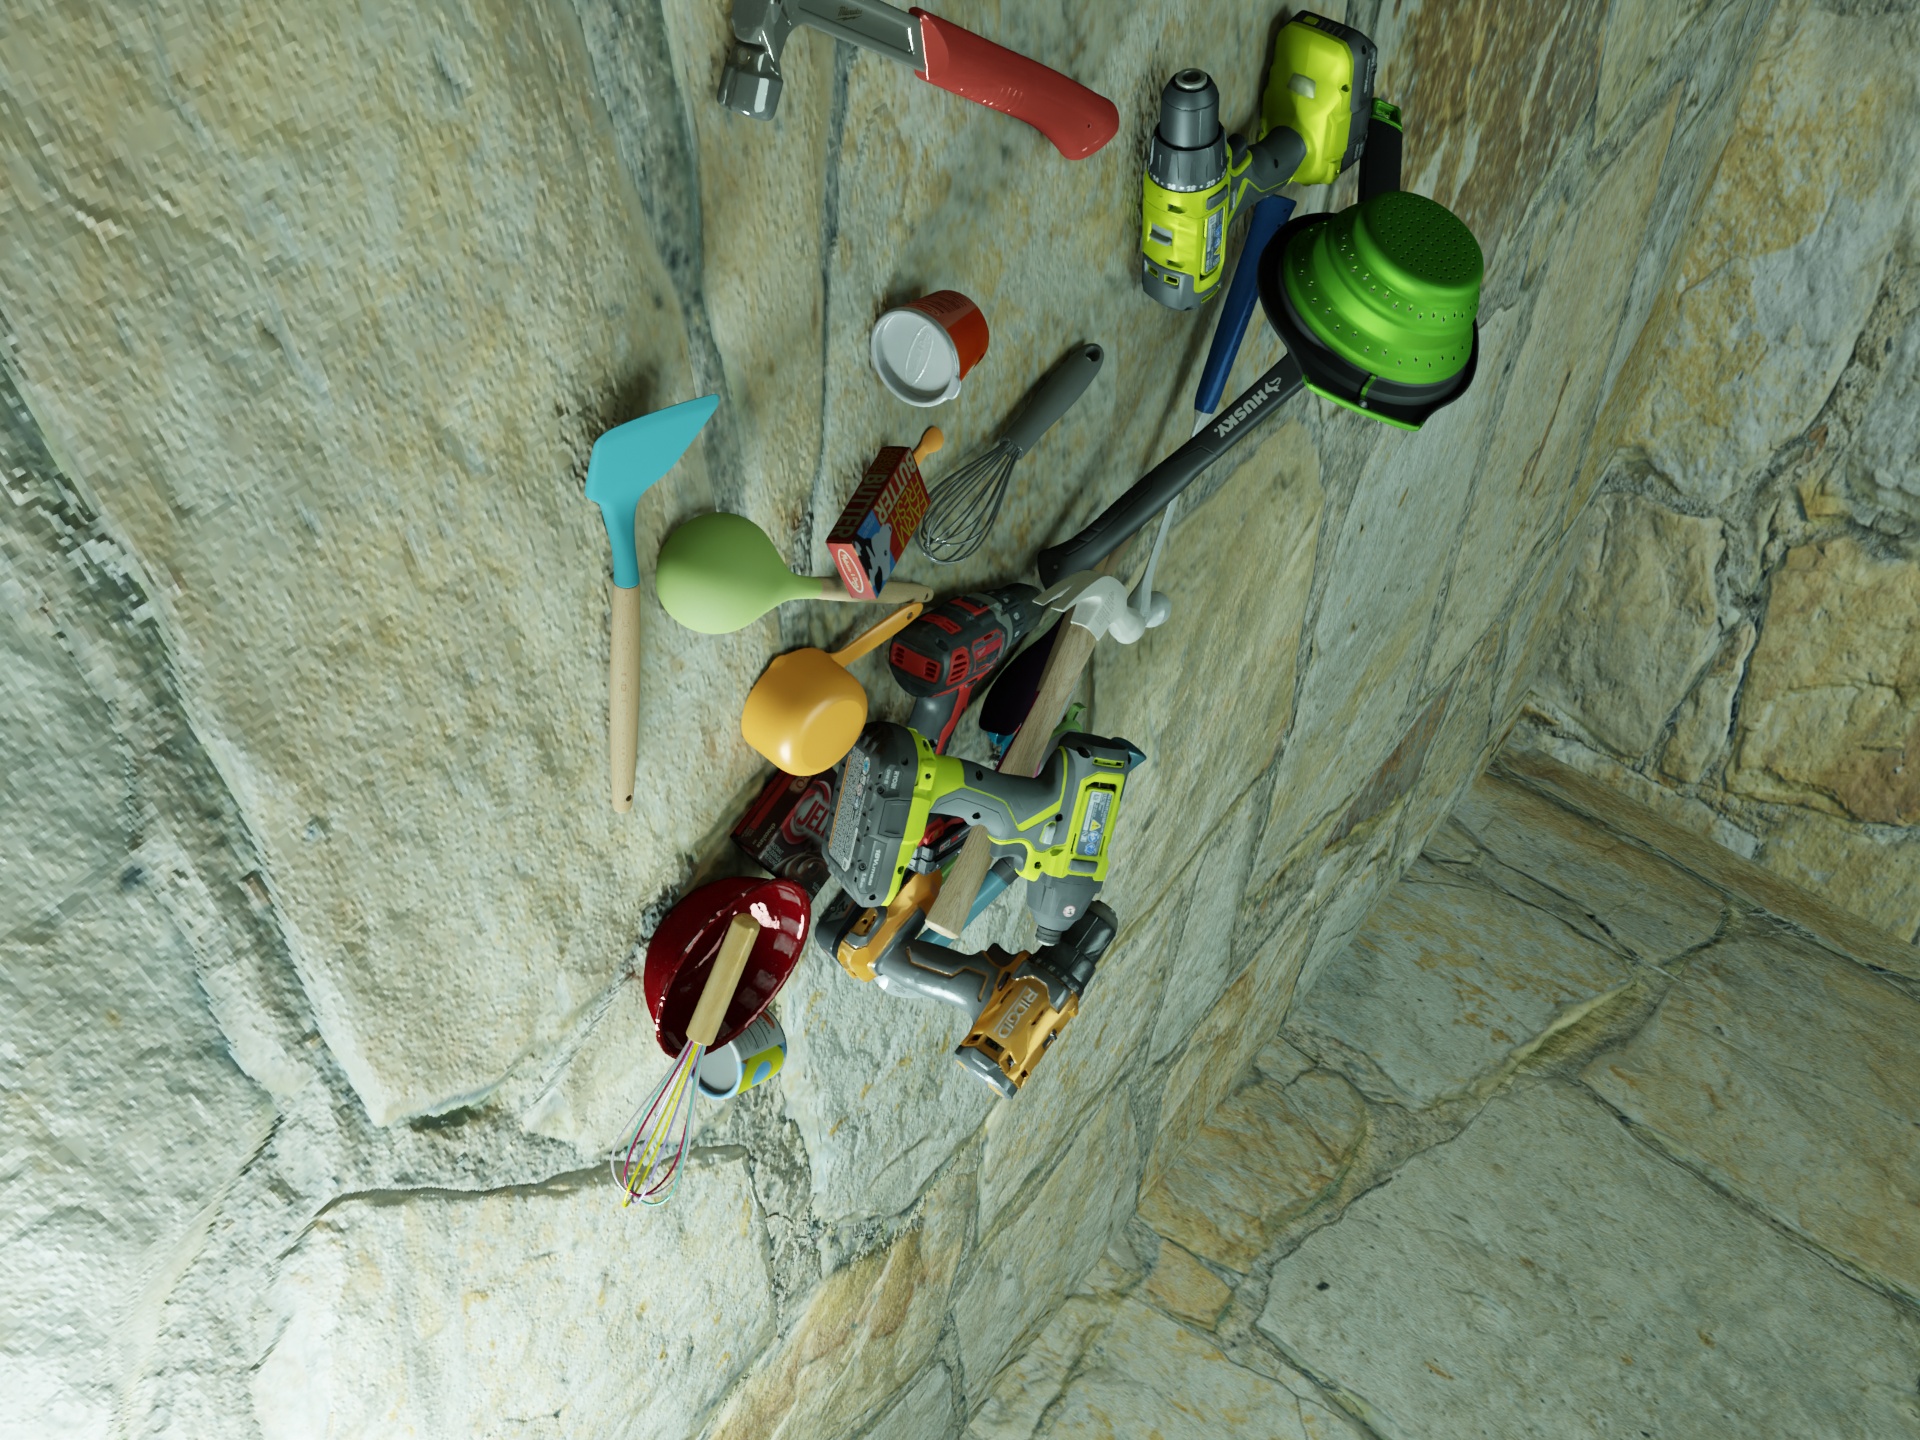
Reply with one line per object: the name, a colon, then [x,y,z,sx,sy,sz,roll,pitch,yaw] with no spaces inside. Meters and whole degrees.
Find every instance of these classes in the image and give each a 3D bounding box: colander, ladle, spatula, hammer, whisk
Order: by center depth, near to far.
hammer: [0.000,-0.401,0.941,0.359,0.037,0.149,-12,128,-56]
spatula: [-0.197,-0.057,0.961,0.082,0.044,0.317,-30,144,-39]
ladle: [-0.100,-0.096,1.105,0.320,0.062,0.078,-7,120,-66]
whisk: [-0.200,0.254,1.169,0.047,0.051,0.245,8,108,-56]
whisk: [0.042,-0.208,1.217,0.239,0.055,0.055,-52,154,-21]
hammer: [0.054,0.025,1.318,0.129,0.031,0.331,41,72,-52]
colander: [0.365,-0.422,1.327,0.094,0.204,0.397,123,-17,-55]
hammer: [0.200,-0.218,1.349,0.335,0.146,0.035,-41,163,9]
hammer: [0.213,-0.266,1.423,0.144,0.035,0.405,-23,133,-64]
spatula: [0.111,-0.113,1.445,0.316,0.060,0.018,-55,133,-18]
hammer: [0.047,0.137,1.502,0.331,0.033,0.128,-44,137,1]

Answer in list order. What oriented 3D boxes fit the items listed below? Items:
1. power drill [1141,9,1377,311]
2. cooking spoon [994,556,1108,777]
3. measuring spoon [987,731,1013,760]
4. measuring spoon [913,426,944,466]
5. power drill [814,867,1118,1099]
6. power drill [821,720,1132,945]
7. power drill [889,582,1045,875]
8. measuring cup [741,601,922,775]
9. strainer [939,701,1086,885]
power drill: [0.225,-0.452,1.238,0.228,0.080,0.190,-43,151,-23]
cooking spoon: [0.081,-0.045,1.378,0.068,0.017,0.319,43,66,-54]
measuring spoon: [0.036,0.021,1.494,0.042,0.021,0.128,-52,163,-23]
measuring spoon: [-0.047,-0.163,1.145,0.117,0.011,0.021,-54,154,-8]
power drill: [0.010,0.194,1.385,0.185,0.226,0.084,-51,153,-14]
power drill: [0.015,0.087,1.233,0.223,0.080,0.171,8,102,-25]
power drill: [-0.002,-0.004,1.328,0.188,0.080,0.226,-31,140,-52]
measuring cup: [-0.078,-0.027,1.170,0.173,0.052,0.095,-38,148,-21]
strainer: [0.058,0.109,1.548,0.256,0.069,0.151,-44,156,-26]
